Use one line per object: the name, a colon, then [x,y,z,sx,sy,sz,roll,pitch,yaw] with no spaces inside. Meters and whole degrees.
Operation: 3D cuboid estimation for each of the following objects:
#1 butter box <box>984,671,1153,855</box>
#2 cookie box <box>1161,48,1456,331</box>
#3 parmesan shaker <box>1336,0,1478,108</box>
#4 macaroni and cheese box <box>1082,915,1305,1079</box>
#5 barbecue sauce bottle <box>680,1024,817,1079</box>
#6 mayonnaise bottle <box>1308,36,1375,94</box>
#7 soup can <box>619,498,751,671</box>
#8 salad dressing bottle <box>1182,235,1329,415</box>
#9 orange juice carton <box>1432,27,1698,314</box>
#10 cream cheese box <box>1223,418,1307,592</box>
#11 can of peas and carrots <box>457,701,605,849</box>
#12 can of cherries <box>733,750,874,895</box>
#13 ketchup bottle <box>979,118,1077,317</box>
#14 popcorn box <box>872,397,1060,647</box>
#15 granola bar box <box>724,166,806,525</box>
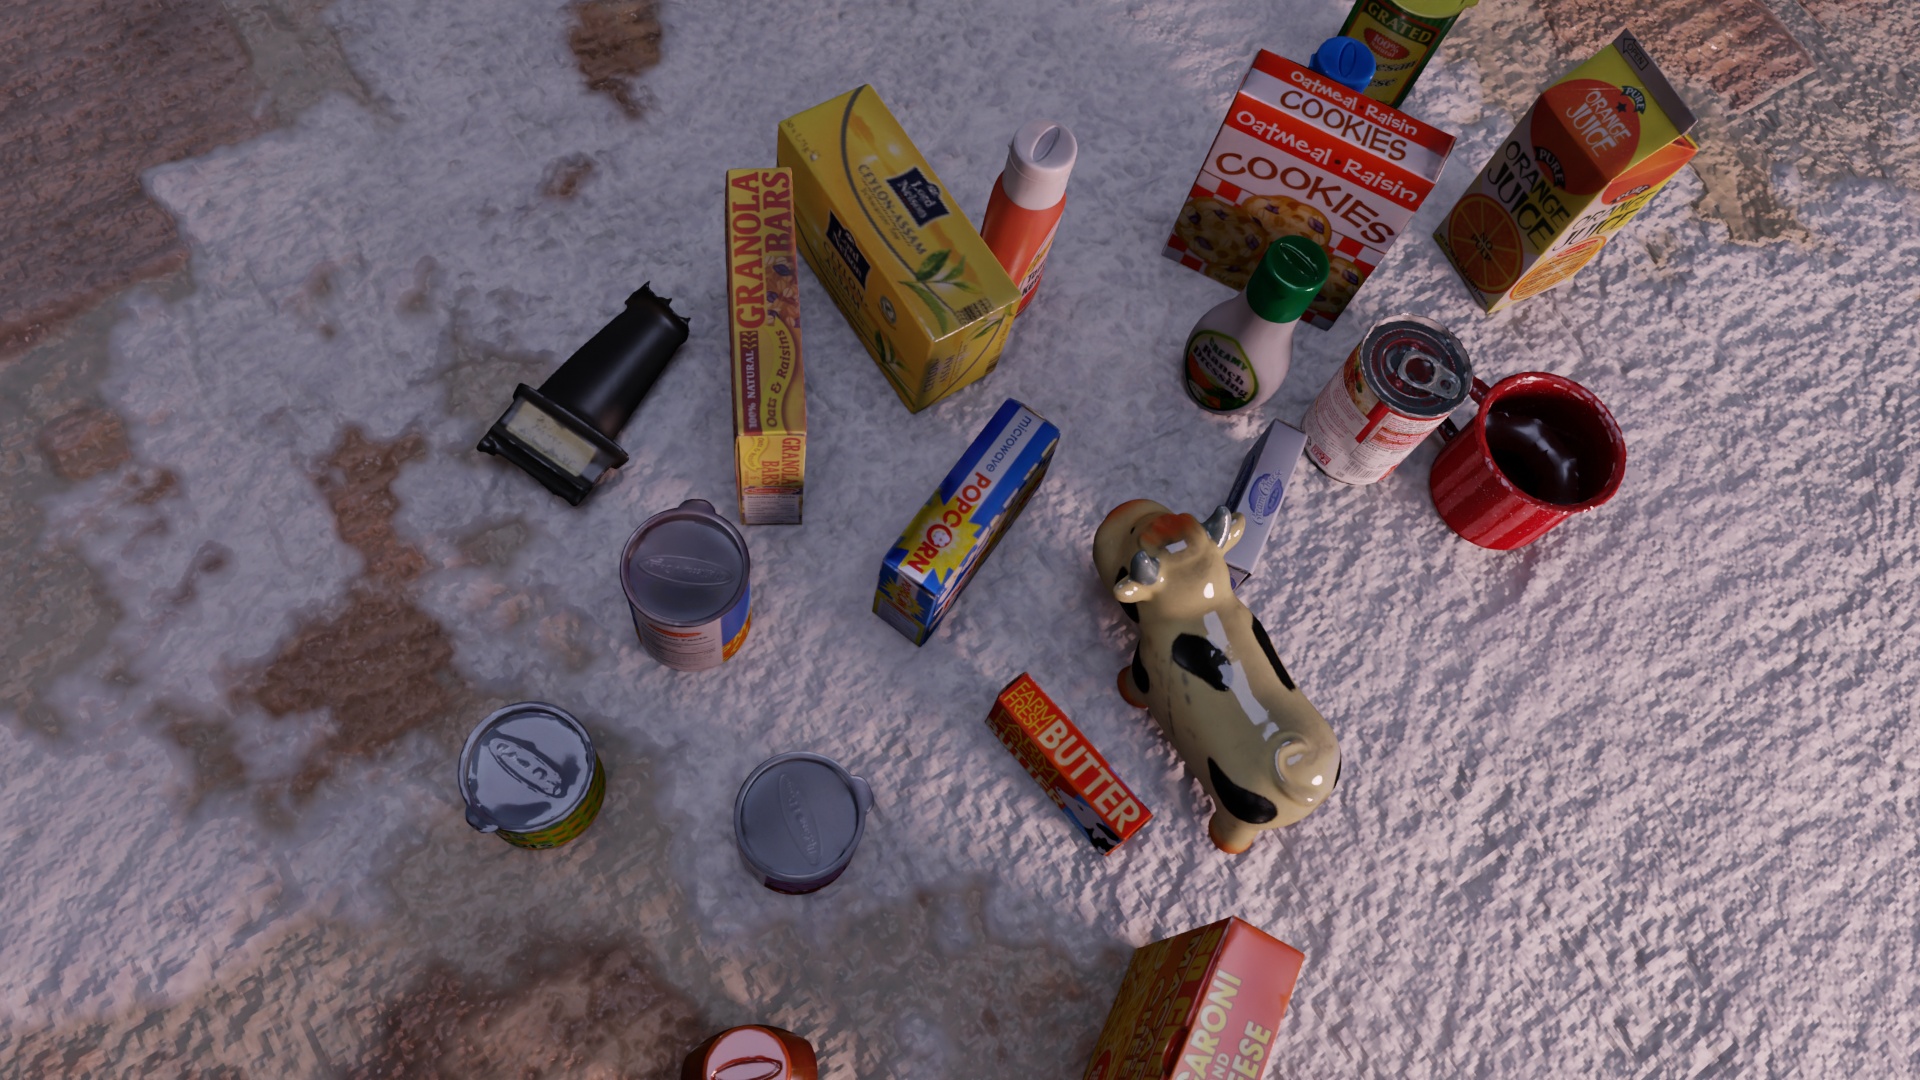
butter box: [0.057,0.123,0.757,0.024,0.053,0.103,-38,78,-20]
cookie box: [0.207,-0.210,0.852,0.123,0.166,0.040,26,67,3]
parmesan shaker: [0.300,-0.349,0.957,0.071,0.102,0.071,3,68,-7]
macaroni and cheese box: [0.095,0.248,0.650,0.040,0.165,0.124,27,67,3]
barbecue sauce bottle: [-0.096,0.244,0.634,0.065,0.148,0.044,-4,69,-10]
mayonnaise bottle: [0.218,-0.255,0.883,0.041,0.147,0.065,18,67,-1]
soup can: [-0.146,0.026,0.751,0.071,0.083,0.071,3,68,-7]
salad dressing bottle: [0.175,-0.126,0.824,0.044,0.147,0.064,-40,79,-20]
orange juice carton: [0.384,-0.229,0.871,0.073,0.192,0.072,-22,73,-16]
cream cheese box: [0.173,-0.017,0.830,0.024,0.053,0.104,26,67,3]
can of peas and carrots: [-0.220,0.124,0.714,0.071,0.058,0.071,3,68,-7]
can of cherries: [-0.082,0.148,0.724,0.071,0.058,0.072,3,68,-7]
ketchup bottle: [0.036,-0.191,0.830,0.043,0.148,0.065,28,67,4]
popcorn box: [0.003,-0.010,0.786,0.038,0.085,0.127,34,68,6]
granola bar box: [-0.112,-0.107,0.788,0.039,0.123,0.166,-2,69,-9]
